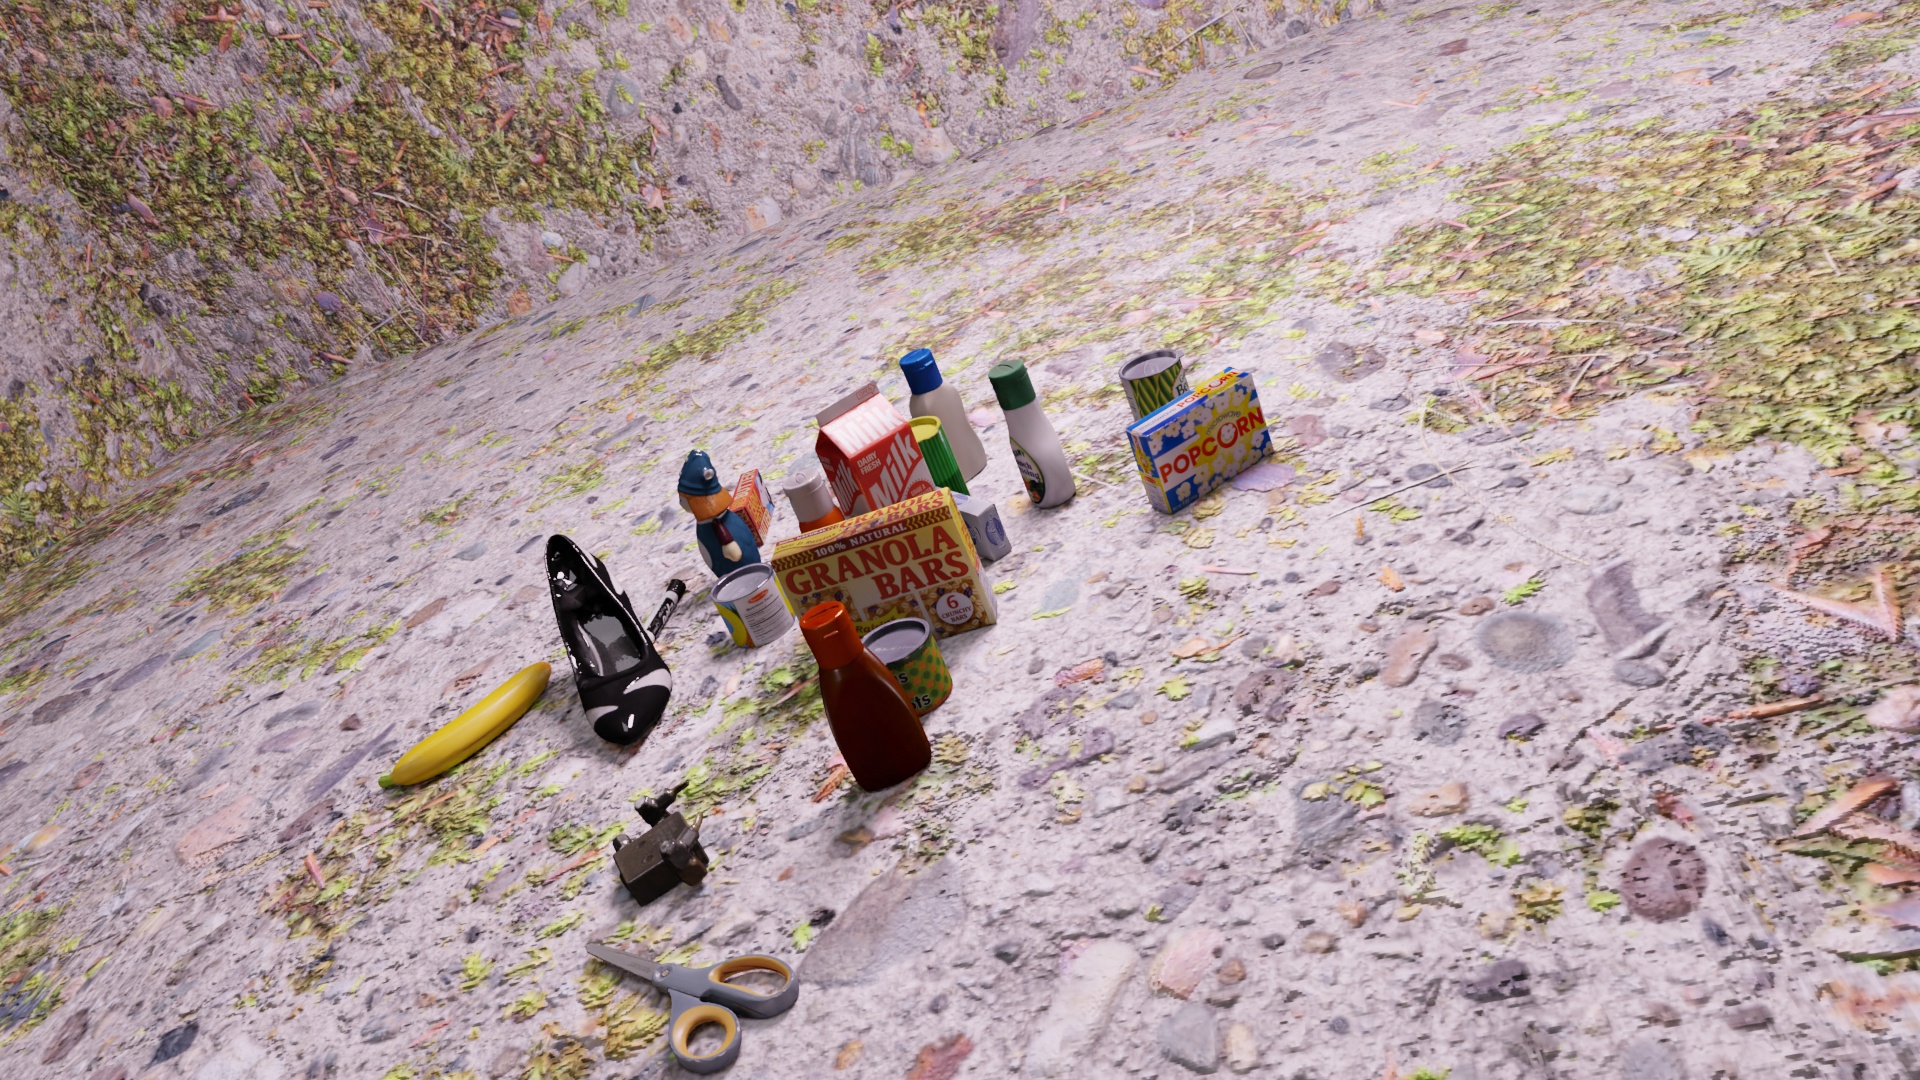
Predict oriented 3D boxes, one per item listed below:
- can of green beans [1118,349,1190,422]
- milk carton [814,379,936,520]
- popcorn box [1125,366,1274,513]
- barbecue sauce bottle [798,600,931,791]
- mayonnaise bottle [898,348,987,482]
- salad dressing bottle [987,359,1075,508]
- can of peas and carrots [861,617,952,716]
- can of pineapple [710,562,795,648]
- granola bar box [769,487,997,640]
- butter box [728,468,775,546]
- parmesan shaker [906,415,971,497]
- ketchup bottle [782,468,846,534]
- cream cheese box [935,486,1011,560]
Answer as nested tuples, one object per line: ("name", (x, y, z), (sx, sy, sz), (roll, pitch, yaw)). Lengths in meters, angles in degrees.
("can of green beans", (0.205, -0.160, 1.454), (0.071, 0.057, 0.071), (-18, 26, 9))
("milk carton", (-0.074, -0.053, 1.319), (0.072, 0.189, 0.073), (-34, 27, -22))
("popcorn box", (0.221, -0.092, 1.278), (0.127, 0.085, 0.038), (-31, 26, -17))
("barbecue sauce bottle", (-0.075, 0.115, 1.041), (0.065, 0.148, 0.044), (-25, 25, -5))
("mayonnaise bottle", (-0.022, -0.132, 1.479), (0.041, 0.147, 0.065), (8, 39, 48))
("salad dressing bottle", (0.068, -0.104, 1.352), (0.044, 0.147, 0.064), (-30, 26, -14))
("can of peas and carrots", (-0.047, 0.107, 1.138), (0.071, 0.058, 0.071), (-18, 26, 9))
("can of pineapple", (-0.202, 0.063, 1.352), (0.071, 0.057, 0.071), (-18, 26, 9))
("granola bar box", (-0.065, 0.036, 1.216), (0.165, 0.123, 0.039), (-17, 26, 12))
("butter box", (-0.237, -0.036, 1.577), (0.024, 0.053, 0.104), (-18, 26, 10))
("parmesan shaker", (-0.032, -0.066, 1.410), (0.071, 0.102, 0.071), (-18, 26, 9))
("ketchup bottle", (-0.119, 0.004, 1.292), (0.043, 0.148, 0.065), (-27, 25, -8))
("cream cheese box", (0.005, -0.017, 1.343), (0.024, 0.053, 0.104), (-35, 28, -23))
